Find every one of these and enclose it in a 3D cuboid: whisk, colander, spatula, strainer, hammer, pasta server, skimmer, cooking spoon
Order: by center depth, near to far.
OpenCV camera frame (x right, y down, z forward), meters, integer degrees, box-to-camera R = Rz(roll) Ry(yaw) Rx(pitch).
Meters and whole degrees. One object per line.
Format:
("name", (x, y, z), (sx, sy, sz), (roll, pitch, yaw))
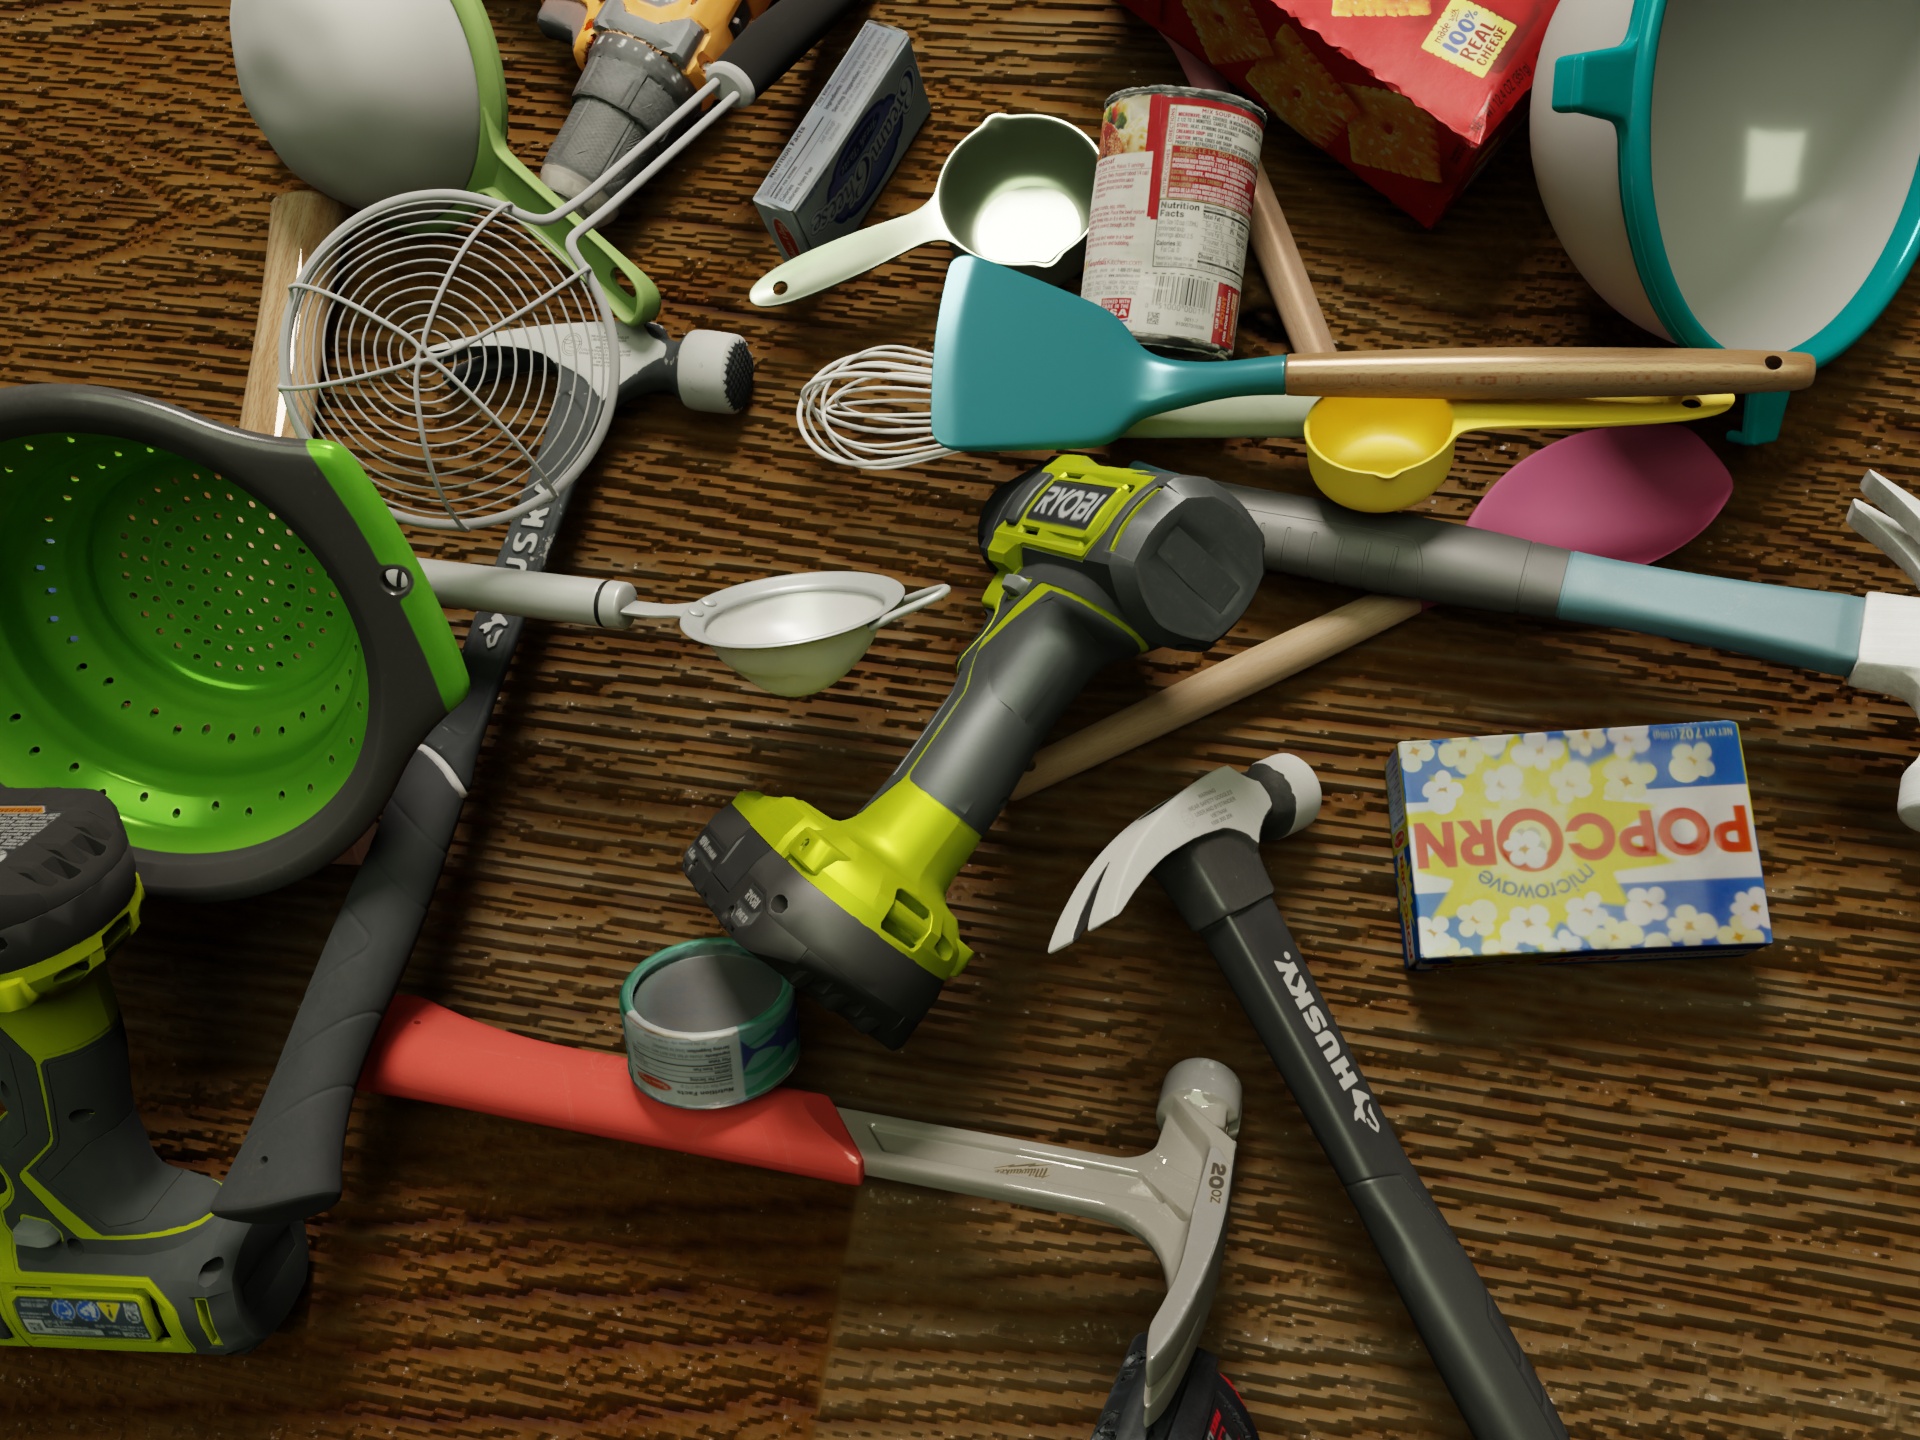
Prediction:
("hammer", (0.150, 0.173, 0.554), (0.035, 0.146, 0.335), (-38, 75, 43))
("hammer", (-0.081, 0.156, 0.591), (0.359, 0.149, 0.036), (6, 117, 16))
("spatula", (0.148, -0.133, 0.597), (0.317, 0.044, 0.082), (2, 76, 14))
("hammer", (0.218, -0.054, 0.612), (0.331, 0.033, 0.128), (14, 68, 21))
("colander", (-0.377, -0.017, 0.622), (0.397, 0.095, 0.204), (-16, 116, 9))
("strainer", (-0.127, -0.043, 0.625), (0.258, 0.087, 0.050), (8, 115, 16))
("strainer", (0.328, -0.292, 0.630), (0.340, 0.210, 0.095), (-55, 35, -10))
("cooking spoon", (0.161, -0.040, 0.649), (0.319, 0.017, 0.069), (-25, 59, 1))
("hammer", (-0.213, 0.001, 0.658), (0.149, 0.036, 0.409), (9, 67, 14))
("whisk", (0.050, -0.133, 0.672), (0.246, 0.057, 0.059), (2, 66, 10))
("skimmer", (-0.141, -0.227, 0.687), (0.127, 0.090, 0.363), (38, 52, -9))
("pasta server", (0.124, -0.257, 0.706), (0.060, 0.040, 0.316), (-14, 74, -7))
("strainer", (-0.243, -0.255, 0.709), (0.256, 0.151, 0.069), (43, 43, 10))
("hammer", (-0.321, -0.096, 0.728), (0.130, 0.031, 0.331), (1, 72, -3))

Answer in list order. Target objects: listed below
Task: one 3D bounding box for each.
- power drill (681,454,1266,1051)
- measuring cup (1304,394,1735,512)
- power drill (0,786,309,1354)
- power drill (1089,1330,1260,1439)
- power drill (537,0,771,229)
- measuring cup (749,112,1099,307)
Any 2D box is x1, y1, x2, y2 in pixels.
("power drill", (-0.001, -0.002, 0.604), (0.080, 0.171, 0.223), (40, 85, -24))
("measuring cup", (0.211, -0.108, 0.610), (0.156, 0.029, 0.062), (-3, 50, 9))
("power drill", (-0.368, 0.144, 0.601), (0.190, 0.080, 0.228), (-1, 116, 8))
("power drill", (0.141, 0.284, 0.494), (0.227, 0.080, 0.187), (23, 116, 14))
("power drill", (-0.212, -0.348, 0.766), (0.226, 0.084, 0.185), (25, 81, 10))
("measuring cup", (-0.013, -0.213, 0.717), (0.167, 0.038, 0.083), (-20, 72, 5))
